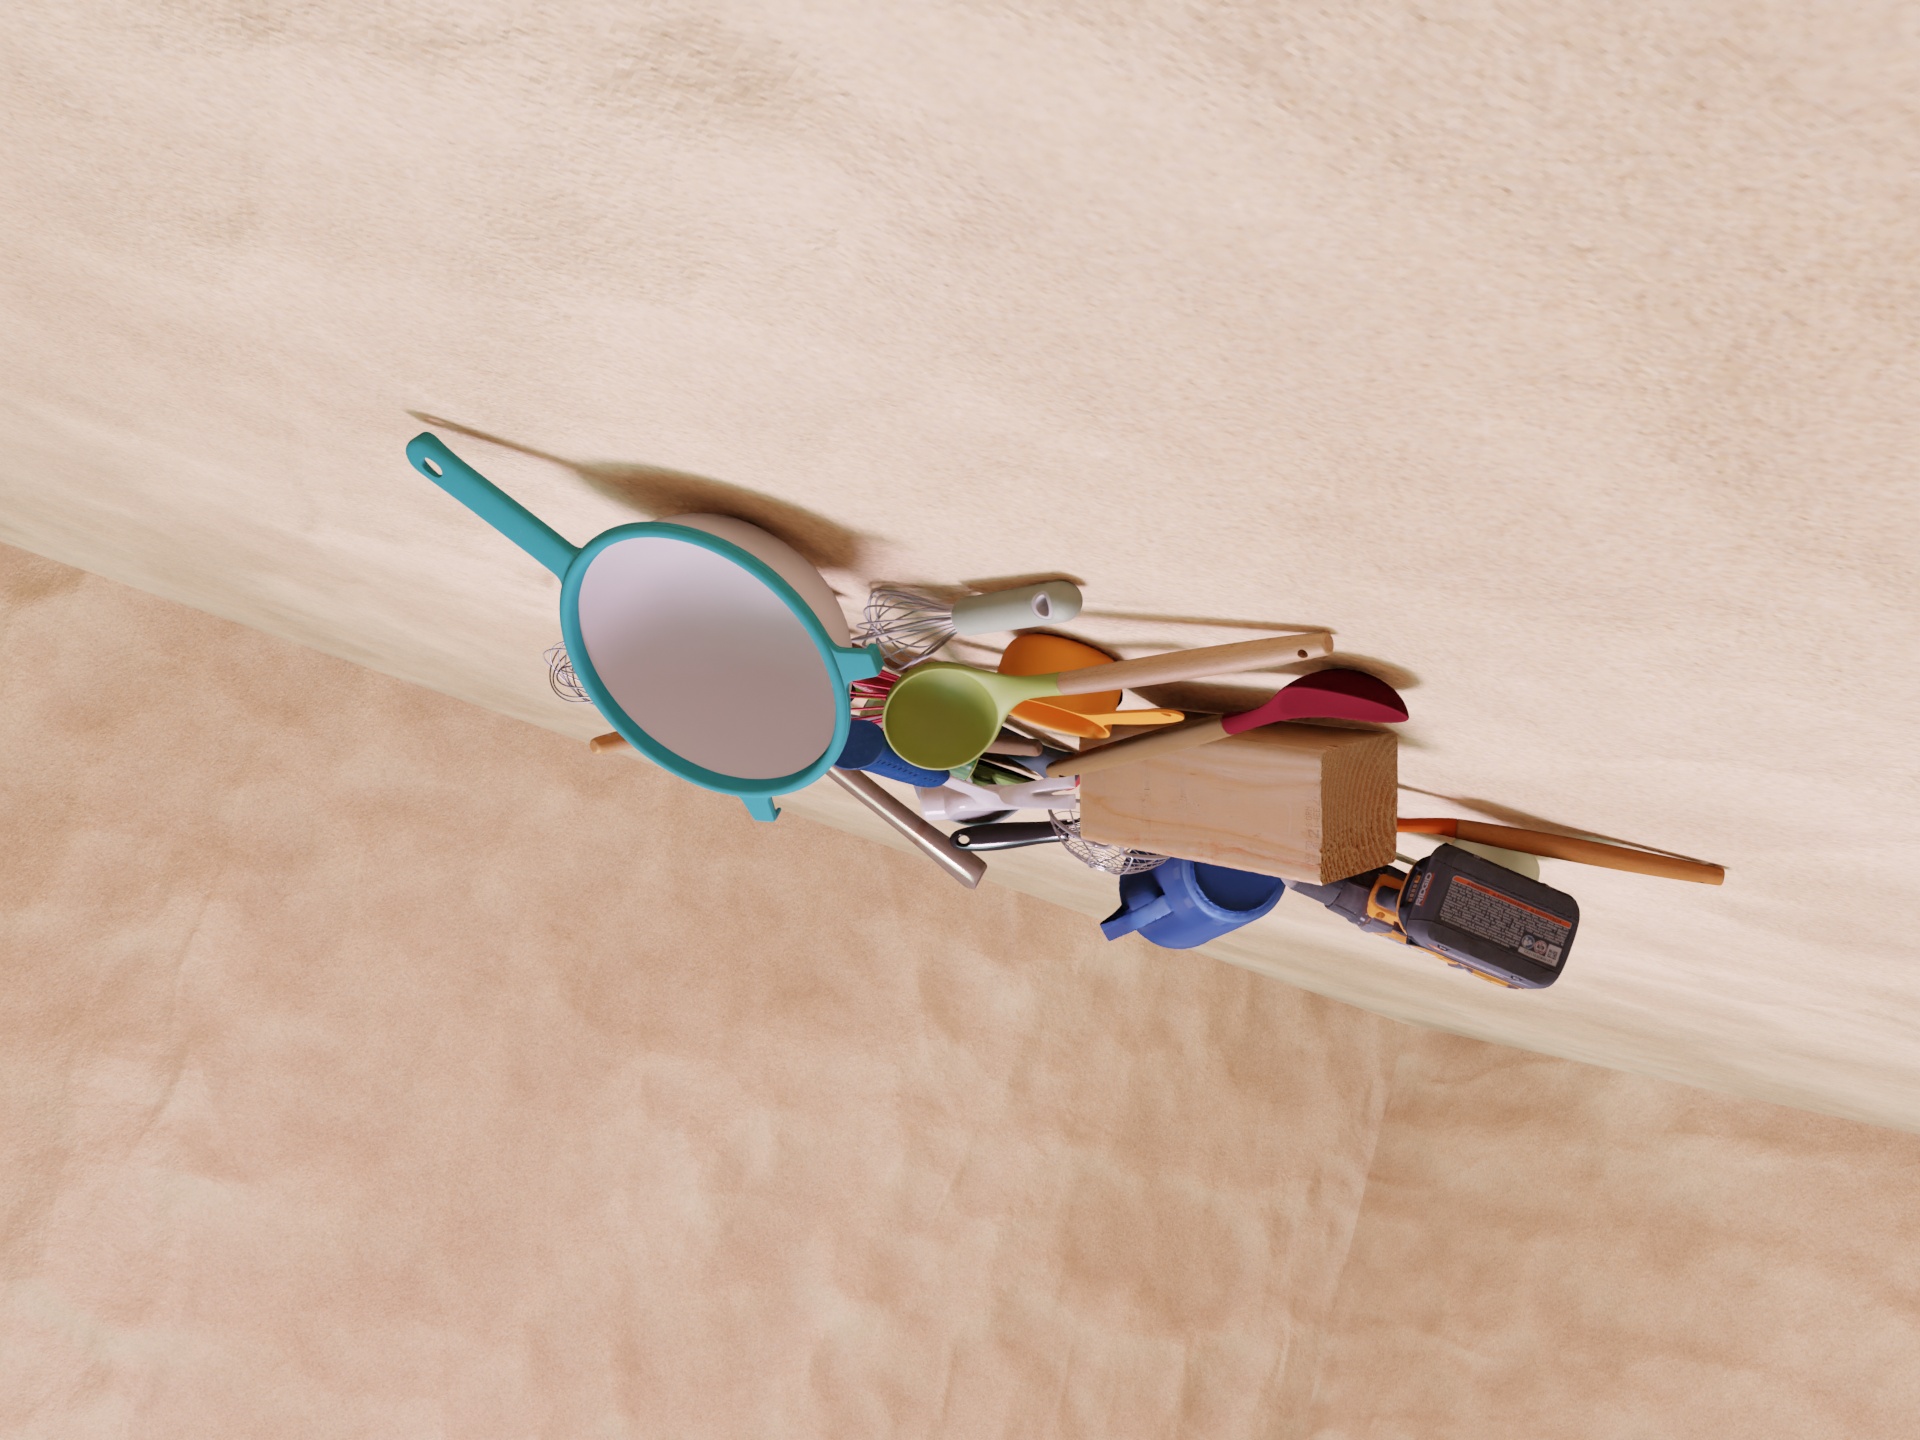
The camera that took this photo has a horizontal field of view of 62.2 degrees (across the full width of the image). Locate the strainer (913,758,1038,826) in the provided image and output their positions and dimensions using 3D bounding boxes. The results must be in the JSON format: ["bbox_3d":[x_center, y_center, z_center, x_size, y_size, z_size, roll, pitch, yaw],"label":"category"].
[{"bbox_3d":[0.010,0.076,1.600,0.151,0.069,0.256,18,-177,-4],"label":"strainer"}]

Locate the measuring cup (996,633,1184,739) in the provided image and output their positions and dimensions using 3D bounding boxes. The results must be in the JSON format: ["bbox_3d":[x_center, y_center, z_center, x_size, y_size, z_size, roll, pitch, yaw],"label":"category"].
[{"bbox_3d":[0.092,-0.025,1.058,0.095,0.052,0.174,24,167,-34],"label":"measuring cup"}]

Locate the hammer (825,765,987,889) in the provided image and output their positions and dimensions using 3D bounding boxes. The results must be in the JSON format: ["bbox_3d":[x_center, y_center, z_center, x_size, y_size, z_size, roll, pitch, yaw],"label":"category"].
[{"bbox_3d":[-0.125,0.051,1.623,0.410,0.038,0.146,41,161,-29],"label":"hammer"}]

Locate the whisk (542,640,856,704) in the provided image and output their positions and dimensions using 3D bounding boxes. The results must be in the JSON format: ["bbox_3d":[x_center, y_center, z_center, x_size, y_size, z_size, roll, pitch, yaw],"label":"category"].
[{"bbox_3d":[-0.217,-0.035,1.302,0.285,0.070,0.070,5,167,20],"label":"whisk"}]

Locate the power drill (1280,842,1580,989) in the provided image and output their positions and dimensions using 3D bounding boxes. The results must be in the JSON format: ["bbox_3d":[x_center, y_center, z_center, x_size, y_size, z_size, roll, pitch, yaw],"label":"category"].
[{"bbox_3d":[0.363,0.145,1.264,0.185,0.084,0.226,23,174,-2],"label":"power drill"}]

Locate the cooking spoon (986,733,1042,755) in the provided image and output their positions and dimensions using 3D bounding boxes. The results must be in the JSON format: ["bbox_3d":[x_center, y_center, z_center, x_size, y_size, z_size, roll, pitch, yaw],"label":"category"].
[{"bbox_3d":[-0.070,0.009,1.376,0.319,0.017,0.068,5,-175,32],"label":"cooking spoon"}]

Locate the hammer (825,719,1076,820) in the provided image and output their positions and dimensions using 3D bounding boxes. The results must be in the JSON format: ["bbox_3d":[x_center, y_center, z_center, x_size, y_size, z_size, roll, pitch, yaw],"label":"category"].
[{"bbox_3d":[-0.012,0.043,1.252,0.144,0.035,0.405,-5,171,14],"label":"hammer"}]

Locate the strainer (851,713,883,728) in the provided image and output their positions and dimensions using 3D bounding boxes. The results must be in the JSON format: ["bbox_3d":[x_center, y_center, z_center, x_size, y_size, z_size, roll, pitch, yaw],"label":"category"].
[{"bbox_3d":[-0.002,-0.004,1.252,0.258,0.050,0.086,-14,168,43],"label":"strainer"}]

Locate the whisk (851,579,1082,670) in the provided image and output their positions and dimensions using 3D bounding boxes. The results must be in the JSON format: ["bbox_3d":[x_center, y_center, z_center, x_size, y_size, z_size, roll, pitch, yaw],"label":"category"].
[{"bbox_3d":[0.001,-0.066,1.024,0.059,0.058,0.246,-17,-173,-32],"label":"whisk"}]

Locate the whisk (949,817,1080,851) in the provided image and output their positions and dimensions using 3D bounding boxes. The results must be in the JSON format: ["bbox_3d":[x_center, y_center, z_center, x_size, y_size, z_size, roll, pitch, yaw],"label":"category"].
[{"bbox_3d":[0.105,0.107,1.597,0.239,0.055,0.055,-7,165,11],"label":"whisk"}]

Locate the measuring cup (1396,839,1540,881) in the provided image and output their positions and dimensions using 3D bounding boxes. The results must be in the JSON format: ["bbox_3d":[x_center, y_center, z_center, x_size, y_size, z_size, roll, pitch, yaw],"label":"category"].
[{"bbox_3d":[0.396,0.107,1.321,0.168,0.038,0.083,19,170,17],"label":"measuring cup"}]

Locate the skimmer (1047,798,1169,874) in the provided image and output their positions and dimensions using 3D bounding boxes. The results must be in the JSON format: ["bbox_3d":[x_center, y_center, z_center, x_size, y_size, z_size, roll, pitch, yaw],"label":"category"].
[{"bbox_3d":[0.155,0.052,1.373,0.127,0.090,0.363,17,156,1],"label":"skimmer"}]

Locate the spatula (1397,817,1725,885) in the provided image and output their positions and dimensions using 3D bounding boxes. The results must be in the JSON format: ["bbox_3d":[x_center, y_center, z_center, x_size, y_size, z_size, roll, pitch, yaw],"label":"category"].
[{"bbox_3d":[0.396,0.076,1.185,0.323,0.041,0.081,10,170,16],"label":"spatula"}]

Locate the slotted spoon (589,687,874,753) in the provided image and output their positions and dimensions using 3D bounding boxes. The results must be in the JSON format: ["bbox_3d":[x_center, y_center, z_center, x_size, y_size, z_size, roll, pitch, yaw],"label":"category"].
[{"bbox_3d":[-0.183,-0.008,1.348,0.070,0.031,0.313,10,-163,39],"label":"slotted spoon"}]

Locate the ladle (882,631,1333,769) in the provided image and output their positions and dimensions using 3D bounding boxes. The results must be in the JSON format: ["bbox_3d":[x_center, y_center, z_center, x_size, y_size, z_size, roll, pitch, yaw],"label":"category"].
[{"bbox_3d":[0.079,-0.018,0.969,0.320,0.062,0.078,-8,127,42],"label":"ladle"}]

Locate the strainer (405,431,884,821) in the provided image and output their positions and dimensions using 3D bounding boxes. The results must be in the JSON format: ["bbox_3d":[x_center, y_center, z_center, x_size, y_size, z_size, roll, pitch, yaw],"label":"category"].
[{"bbox_3d":[-0.202,-0.096,1.049,0.340,0.095,0.211,37,134,-1],"label":"strainer"}]

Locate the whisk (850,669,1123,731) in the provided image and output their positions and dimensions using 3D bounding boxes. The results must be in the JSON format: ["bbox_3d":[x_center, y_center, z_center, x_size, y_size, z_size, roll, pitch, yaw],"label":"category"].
[{"bbox_3d":[-0.025,-0.014,1.184,0.296,0.073,0.073,-2,165,18],"label":"whisk"}]

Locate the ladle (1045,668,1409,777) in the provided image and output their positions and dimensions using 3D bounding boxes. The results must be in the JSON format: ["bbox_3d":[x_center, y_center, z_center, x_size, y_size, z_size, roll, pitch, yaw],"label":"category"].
[{"bbox_3d":[0.157,0.008,1.028,0.069,0.031,0.315,21,158,-31],"label":"ladle"}]

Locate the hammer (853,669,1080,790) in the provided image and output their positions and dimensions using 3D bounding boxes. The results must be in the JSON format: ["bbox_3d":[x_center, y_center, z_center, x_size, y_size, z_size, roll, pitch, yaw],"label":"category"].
[{"bbox_3d":[-0.020,-0.013,1.370,0.386,0.038,0.143,25,167,-38],"label":"hammer"}]
